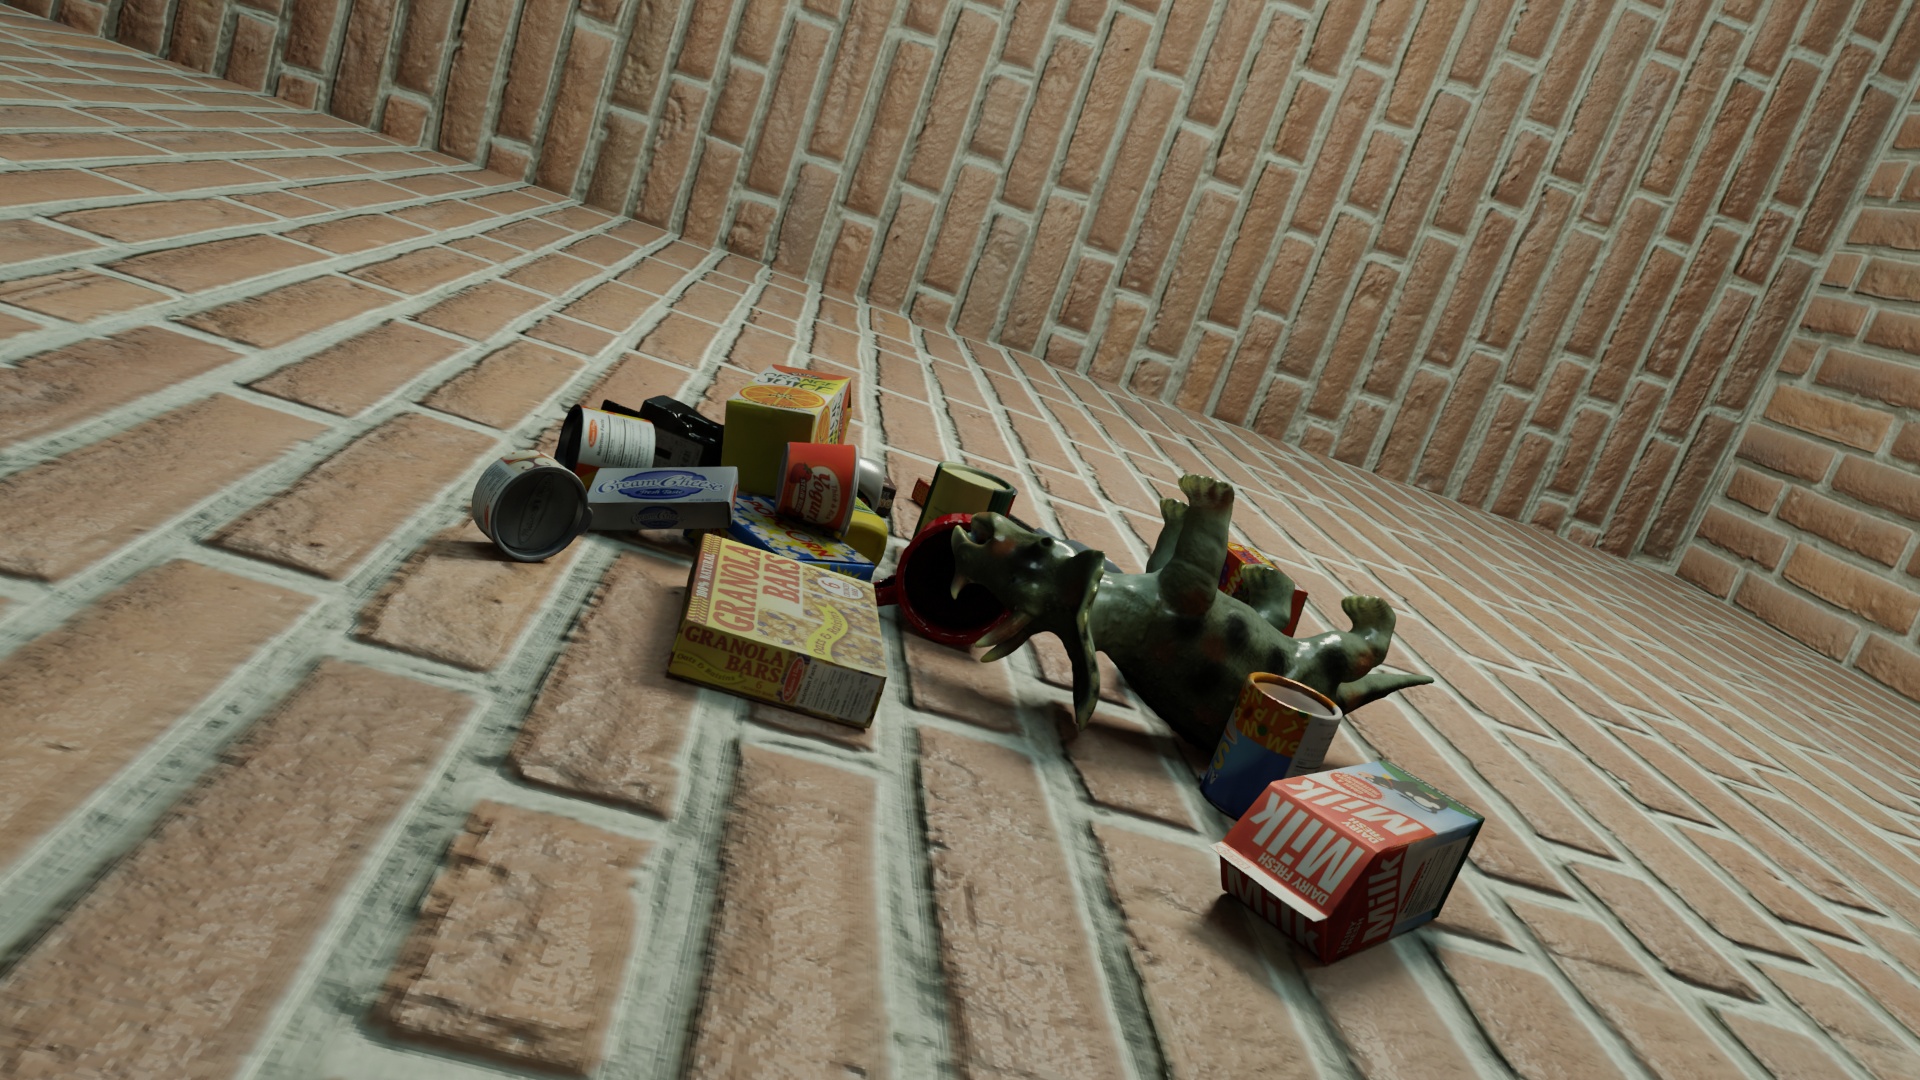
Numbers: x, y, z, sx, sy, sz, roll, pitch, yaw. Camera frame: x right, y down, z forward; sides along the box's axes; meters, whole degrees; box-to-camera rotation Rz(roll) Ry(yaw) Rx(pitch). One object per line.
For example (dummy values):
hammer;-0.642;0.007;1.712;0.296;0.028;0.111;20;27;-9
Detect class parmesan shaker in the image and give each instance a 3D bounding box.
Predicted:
parmesan shaker;-0.001;-0.004;1.119;0.071;0.102;0.071;19;14;-5

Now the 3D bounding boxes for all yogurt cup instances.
yogurt cup;-0.108;-0.043;1.042;0.054;0.072;0.072;9;16;-13

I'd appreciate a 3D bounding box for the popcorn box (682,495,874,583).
popcorn box;-0.135;0.007;1.030;0.085;0.038;0.127;4;21;-46

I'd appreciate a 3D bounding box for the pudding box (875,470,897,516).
pudding box;-0.094;-0.054;1.328;0.050;0.030;0.084;15;15;-17

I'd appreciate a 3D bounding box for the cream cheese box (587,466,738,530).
cream cheese box;-0.214;-0.031;1.002;0.104;0.024;0.053;-1;31;-1

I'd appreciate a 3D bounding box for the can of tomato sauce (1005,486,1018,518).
can of tomato sauce;0.004;-0.015;1.208;0.071;0.083;0.071;19;14;-5

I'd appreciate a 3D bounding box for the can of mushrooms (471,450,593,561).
can of mushrooms;-0.275;-0.022;0.893;0.071;0.071;0.033;5;19;-47

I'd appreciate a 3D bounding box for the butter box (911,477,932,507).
butter box;0.000;-0.030;1.379;0.053;0.024;0.104;9;18;-39

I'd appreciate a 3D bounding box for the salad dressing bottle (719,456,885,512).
salad dressing bottle;-0.144;-0.060;1.242;0.148;0.044;0.064;11;-27;-8

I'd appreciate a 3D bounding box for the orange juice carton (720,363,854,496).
orange juice carton;-0.140;-0.098;1.161;0.072;0.072;0.193;10;19;3

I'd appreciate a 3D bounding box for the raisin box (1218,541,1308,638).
raisin box;0.261;0.061;1.265;0.040;0.086;0.124;11;16;-15

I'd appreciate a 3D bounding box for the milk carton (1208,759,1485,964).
milk carton;0.217;0.180;0.787;0.072;0.073;0.191;31;18;37

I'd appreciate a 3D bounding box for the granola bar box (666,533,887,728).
granola bar box;-0.114;0.054;0.879;0.124;0.039;0.166;18;14;-12

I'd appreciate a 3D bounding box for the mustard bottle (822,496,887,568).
mustard bottle;-0.113;-0.023;1.150;0.065;0.048;0.160;14;15;-31

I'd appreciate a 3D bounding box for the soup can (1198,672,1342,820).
soup can;0.201;0.136;0.909;0.071;0.083;0.071;18;14;-5

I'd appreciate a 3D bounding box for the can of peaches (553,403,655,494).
can of peaches;-0.273;-0.066;1.061;0.058;0.071;0.071;12;16;-30
